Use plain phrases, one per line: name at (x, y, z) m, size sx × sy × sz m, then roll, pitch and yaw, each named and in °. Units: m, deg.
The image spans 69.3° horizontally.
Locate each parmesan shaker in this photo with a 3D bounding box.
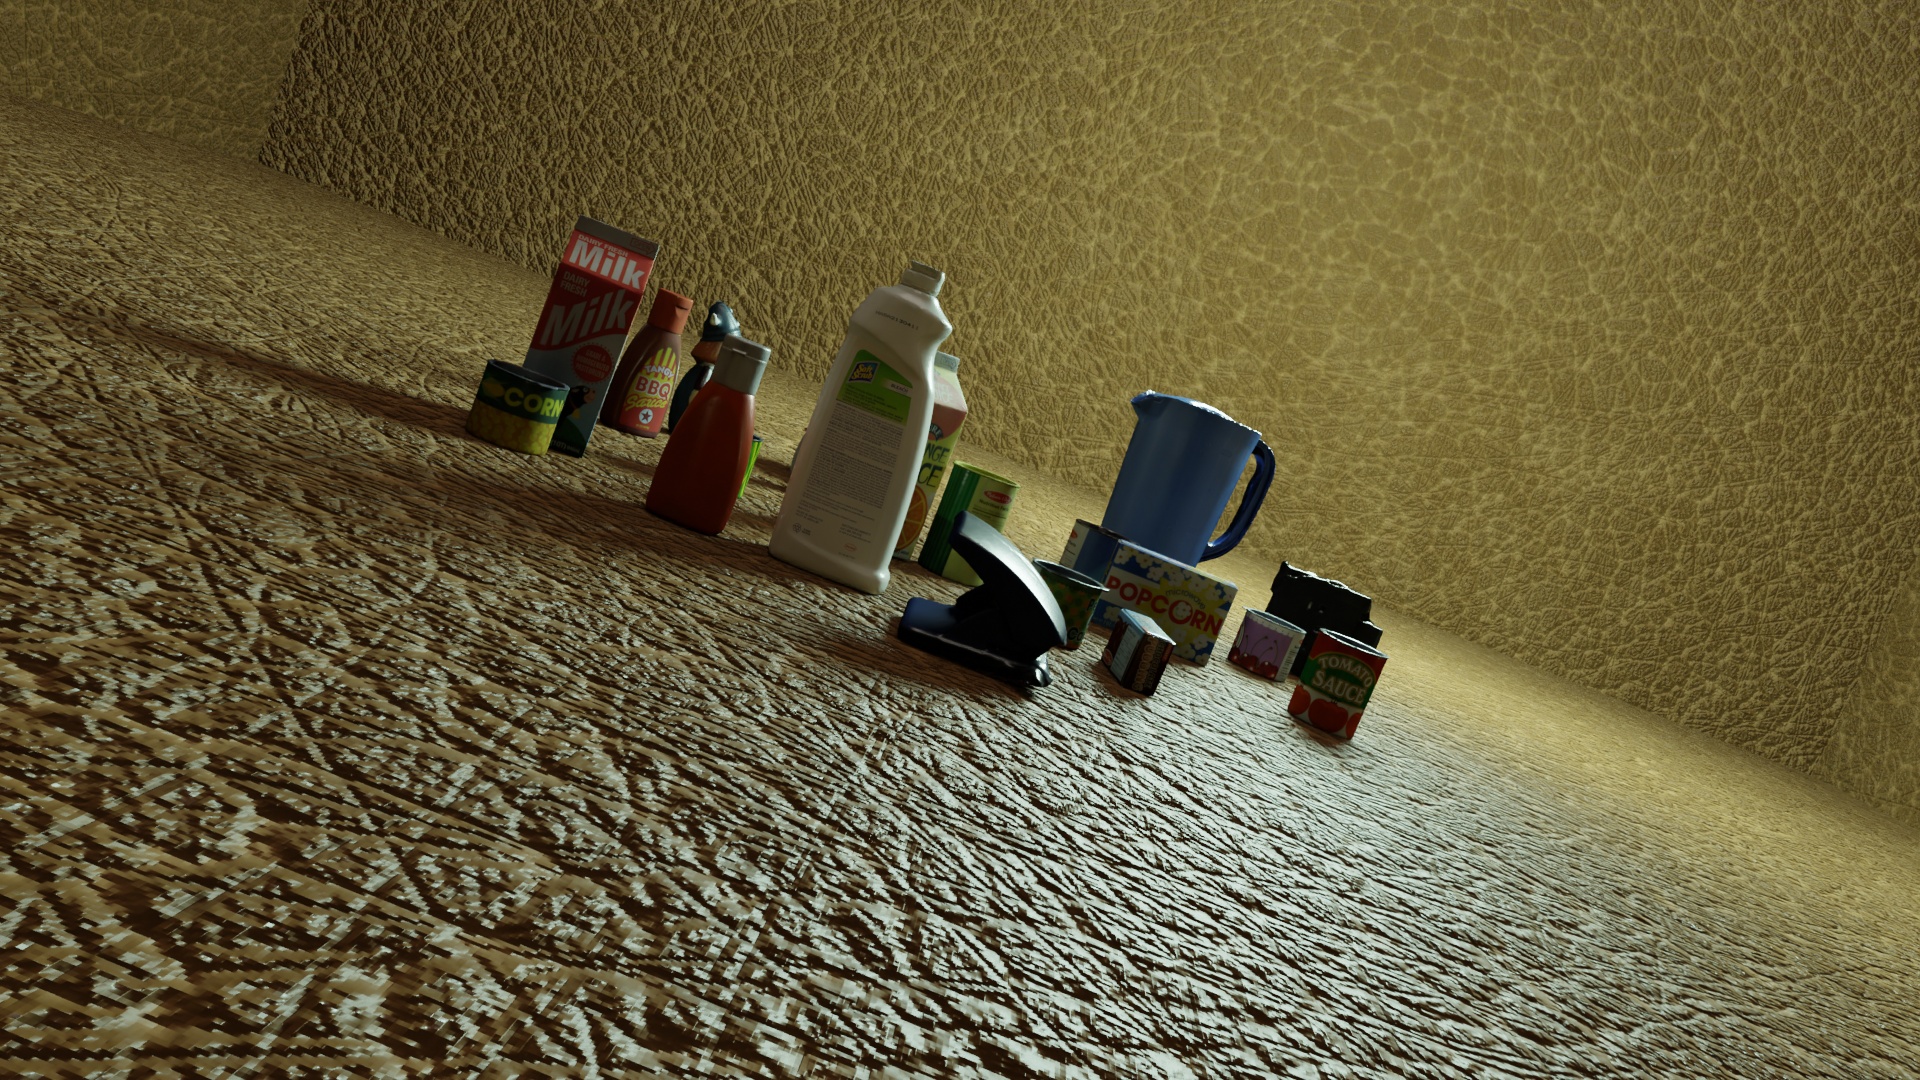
parmesan shaker at (0.005, -0.016, 1.305) m, size 0.071 × 0.103 × 0.071 m, roll 21°, pitch 7°, yaw -3°

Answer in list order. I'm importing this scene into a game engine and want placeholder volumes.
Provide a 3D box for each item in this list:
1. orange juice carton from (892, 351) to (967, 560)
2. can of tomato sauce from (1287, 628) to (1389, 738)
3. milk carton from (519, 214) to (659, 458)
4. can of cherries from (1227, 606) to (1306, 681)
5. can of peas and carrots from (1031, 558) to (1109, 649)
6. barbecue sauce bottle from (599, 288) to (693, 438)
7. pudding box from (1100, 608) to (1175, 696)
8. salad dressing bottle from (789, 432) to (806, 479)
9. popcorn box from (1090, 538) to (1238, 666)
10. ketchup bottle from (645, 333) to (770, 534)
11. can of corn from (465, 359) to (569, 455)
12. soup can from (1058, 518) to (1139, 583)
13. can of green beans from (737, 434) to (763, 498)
orange juice carton at (-0.059, -0.086, 1.277) m, size 0.072 × 0.192 × 0.073 m, roll 15°, pitch 9°, yaw -45°
can of tomato sauce at (0.348, 0.132, 1.283) m, size 0.071 × 0.083 × 0.071 m, roll 21°, pitch 7°, yaw -3°
milk carton at (-0.320, -0.173, 1.174) m, size 0.072 × 0.190 × 0.073 m, roll 20°, pitch 7°, yaw -17°
can of cherries at (0.321, 0.109, 1.471) m, size 0.071 × 0.058 × 0.071 m, roll 21°, pitch 7°, yaw -3°
can of peas and carrots at (0.084, 0.055, 1.187) m, size 0.071 × 0.058 × 0.071 m, roll 21°, pitch 7°, yaw -3°
barbecue sauce bottle at (-0.314, -0.181, 1.412) m, size 0.044 × 0.148 × 0.065 m, roll 27°, pitch 9°, yaw 39°
pudding box at (0.144, 0.090, 1.137) m, size 0.030 × 0.049 × 0.084 m, roll 20°, pitch 7°, yaw -10°
salad dressing bottle at (-0.131, -0.114, 1.448) m, size 0.064 × 0.147 × 0.044 m, roll 16°, pitch 9°, yaw -40°
popcorn box at (0.199, 0.061, 1.372) m, size 0.127 × 0.085 × 0.038 m, roll 22°, pitch 7°, yaw 1°
ketchup bottle at (-0.187, -0.082, 1.059) m, size 0.065 × 0.148 × 0.043 m, roll 22°, pitch 7°, yaw 2°
can of corn at (-0.352, -0.105, 1.106) m, size 0.071 × 0.058 × 0.071 m, roll 21°, pitch 7°, yaw -3°
soup can at (0.136, 0.029, 1.424) m, size 0.071 × 0.083 × 0.071 m, roll 21°, pitch 7°, yaw -3°
can of green beans at (-0.222, -0.077, 1.275) m, size 0.071 × 0.057 × 0.071 m, roll 21°, pitch 7°, yaw -3°
